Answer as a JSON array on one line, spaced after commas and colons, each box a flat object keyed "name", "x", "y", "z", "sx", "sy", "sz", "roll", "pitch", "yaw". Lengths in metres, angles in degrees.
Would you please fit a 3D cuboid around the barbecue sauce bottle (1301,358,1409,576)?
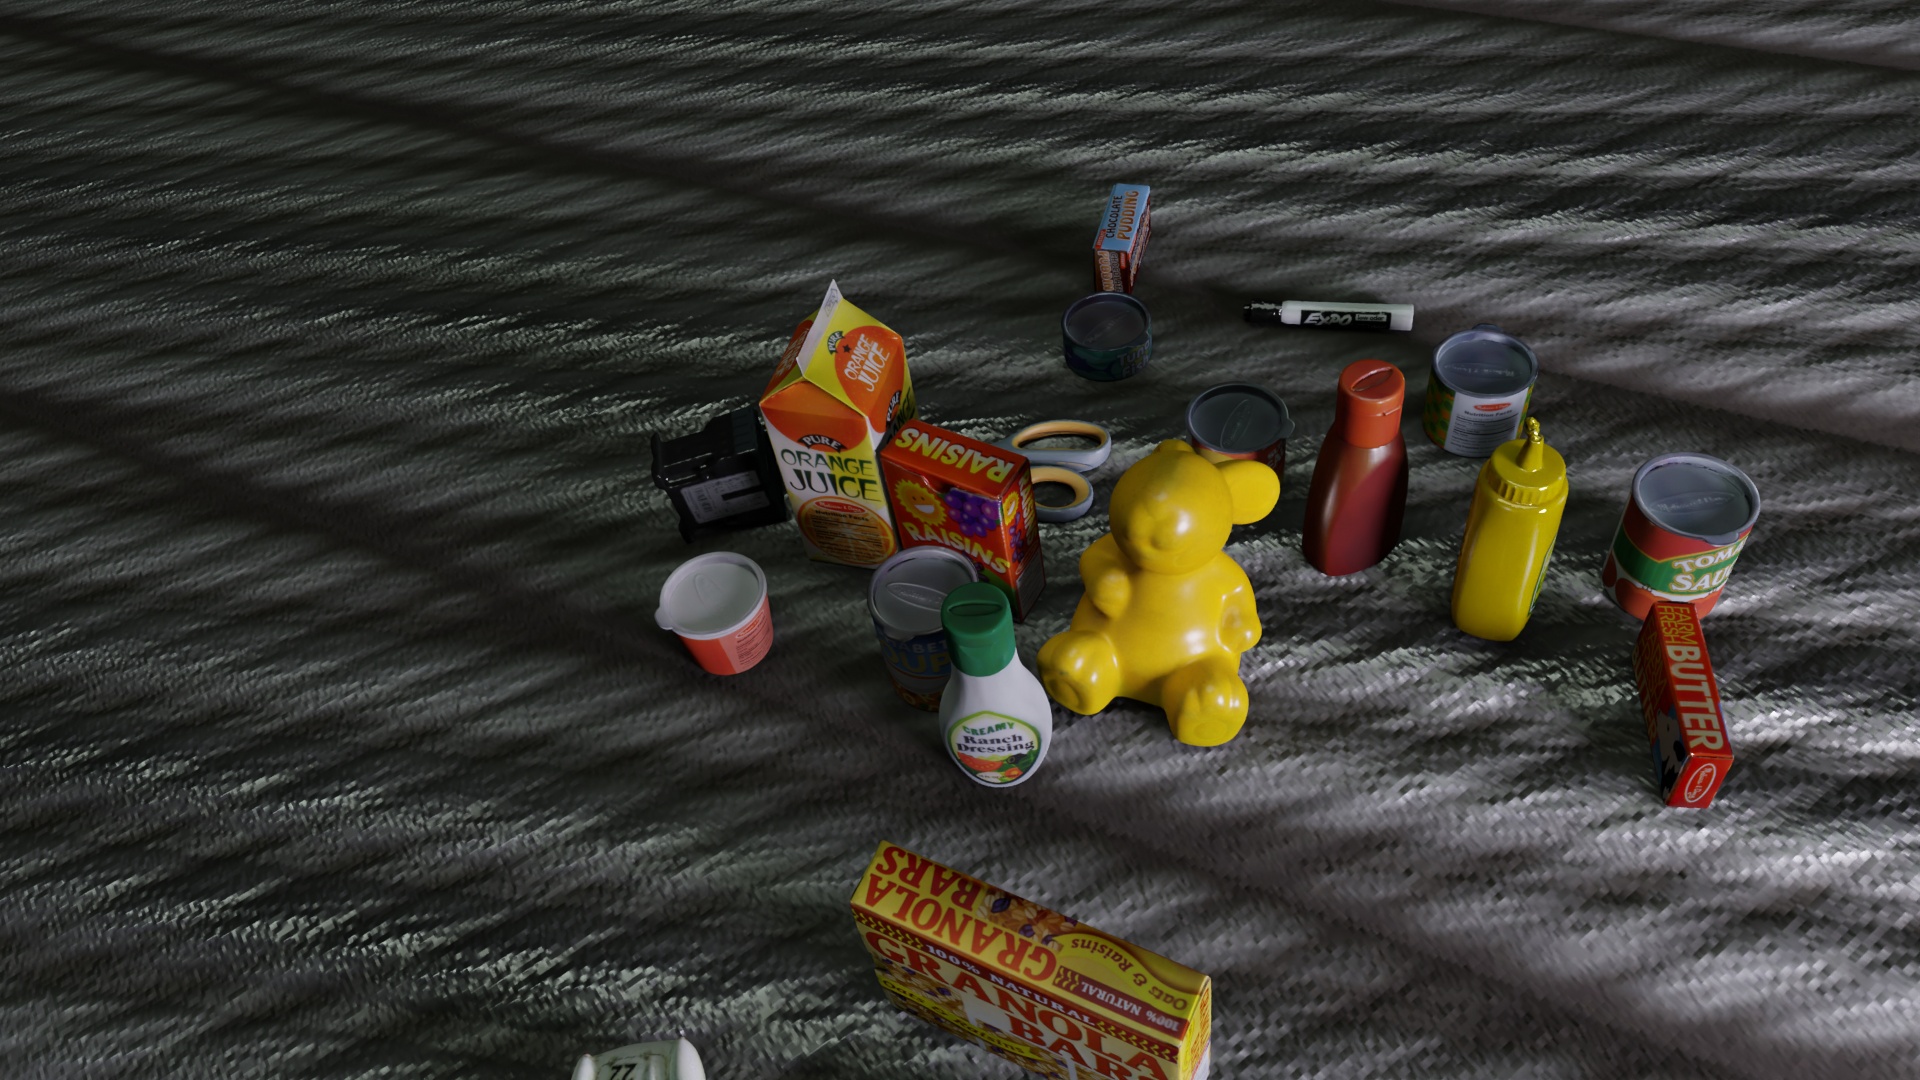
[{"name": "barbecue sauce bottle", "x": 0.241, "y": -0.043, "z": 0.837, "sx": 0.065, "sy": 0.147, "sz": 0.044, "roll": -27, "pitch": 51, "yaw": -13}]

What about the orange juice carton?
[{"name": "orange juice carton", "x": -0.072, "y": -0.069, "z": 0.880, "sx": 0.073, "sy": 0.191, "sz": 0.072, "roll": 8, "pitch": 52, "yaw": 16}]

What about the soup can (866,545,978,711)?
[{"name": "soup can", "x": -0.018, "y": 0.056, "z": 0.837, "sx": 0.071, "sy": 0.083, "sz": 0.072, "roll": -5, "pitch": 49, "yaw": 5}]

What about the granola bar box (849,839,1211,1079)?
[{"name": "granola bar box", "x": 0.035, "y": 0.216, "z": 0.664, "sx": 0.166, "sy": 0.123, "sz": 0.039, "roll": 17, "pitch": 55, "yaw": 22}]

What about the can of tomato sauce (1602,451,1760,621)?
[{"name": "can of tomato sauce", "x": 0.421, "y": 0.001, "z": 0.813, "sx": 0.071, "sy": 0.082, "sz": 0.071, "roll": -5, "pitch": 49, "yaw": 5}]

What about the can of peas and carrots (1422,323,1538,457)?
[{"name": "can of peas and carrots", "x": 0.346, "y": -0.100, "z": 0.928, "sx": 0.071, "sy": 0.058, "sz": 0.071, "roll": -5, "pitch": 49, "yaw": 5}]

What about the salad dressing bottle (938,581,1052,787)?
[{"name": "salad dressing bottle", "x": 0.016, "y": 0.081, "z": 0.768, "sx": 0.064, "sy": 0.147, "sz": 0.044, "roll": -2, "pitch": 50, "yaw": 8}]

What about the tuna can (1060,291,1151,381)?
[{"name": "tuna can", "x": 0.110, "y": -0.150, "z": 1.026, "sx": 0.071, "sy": 0.032, "sz": 0.071, "roll": -5, "pitch": 49, "yaw": 5}]

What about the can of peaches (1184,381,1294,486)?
[{"name": "can of peaches", "x": 0.185, "y": -0.062, "z": 0.922, "sx": 0.071, "sy": 0.057, "sz": 0.071, "roll": -5, "pitch": 49, "yaw": 5}]

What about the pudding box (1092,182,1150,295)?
[{"name": "pudding box", "x": 0.126, "y": -0.235, "z": 1.085, "sx": 0.030, "sy": 0.049, "sz": 0.084, "roll": 8, "pitch": 52, "yaw": 16}]

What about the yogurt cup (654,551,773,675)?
[{"name": "yogurt cup", "x": -0.152, "y": 0.049, "z": 0.884, "sx": 0.072, "sy": 0.053, "sz": 0.073, "roll": -5, "pitch": 49, "yaw": 5}]

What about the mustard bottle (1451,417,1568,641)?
[{"name": "mustard bottle", "x": 0.313, "y": -0.009, "z": 0.789, "sx": 0.049, "sy": 0.159, "sz": 0.065, "roll": 15, "pitch": 54, "yaw": 21}]

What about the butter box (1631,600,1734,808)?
[{"name": "butter box", "x": 0.395, "y": 0.089, "z": 0.762, "sx": 0.024, "sy": 0.052, "sz": 0.104, "roll": 1, "pitch": 50, "yaw": 10}]

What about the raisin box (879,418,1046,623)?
[{"name": "raisin box", "x": 0.003, "y": -0.011, "z": 0.864, "sx": 0.086, "sy": 0.122, "sz": 0.040, "roll": 21, "pitch": 56, "yaw": 25}]
